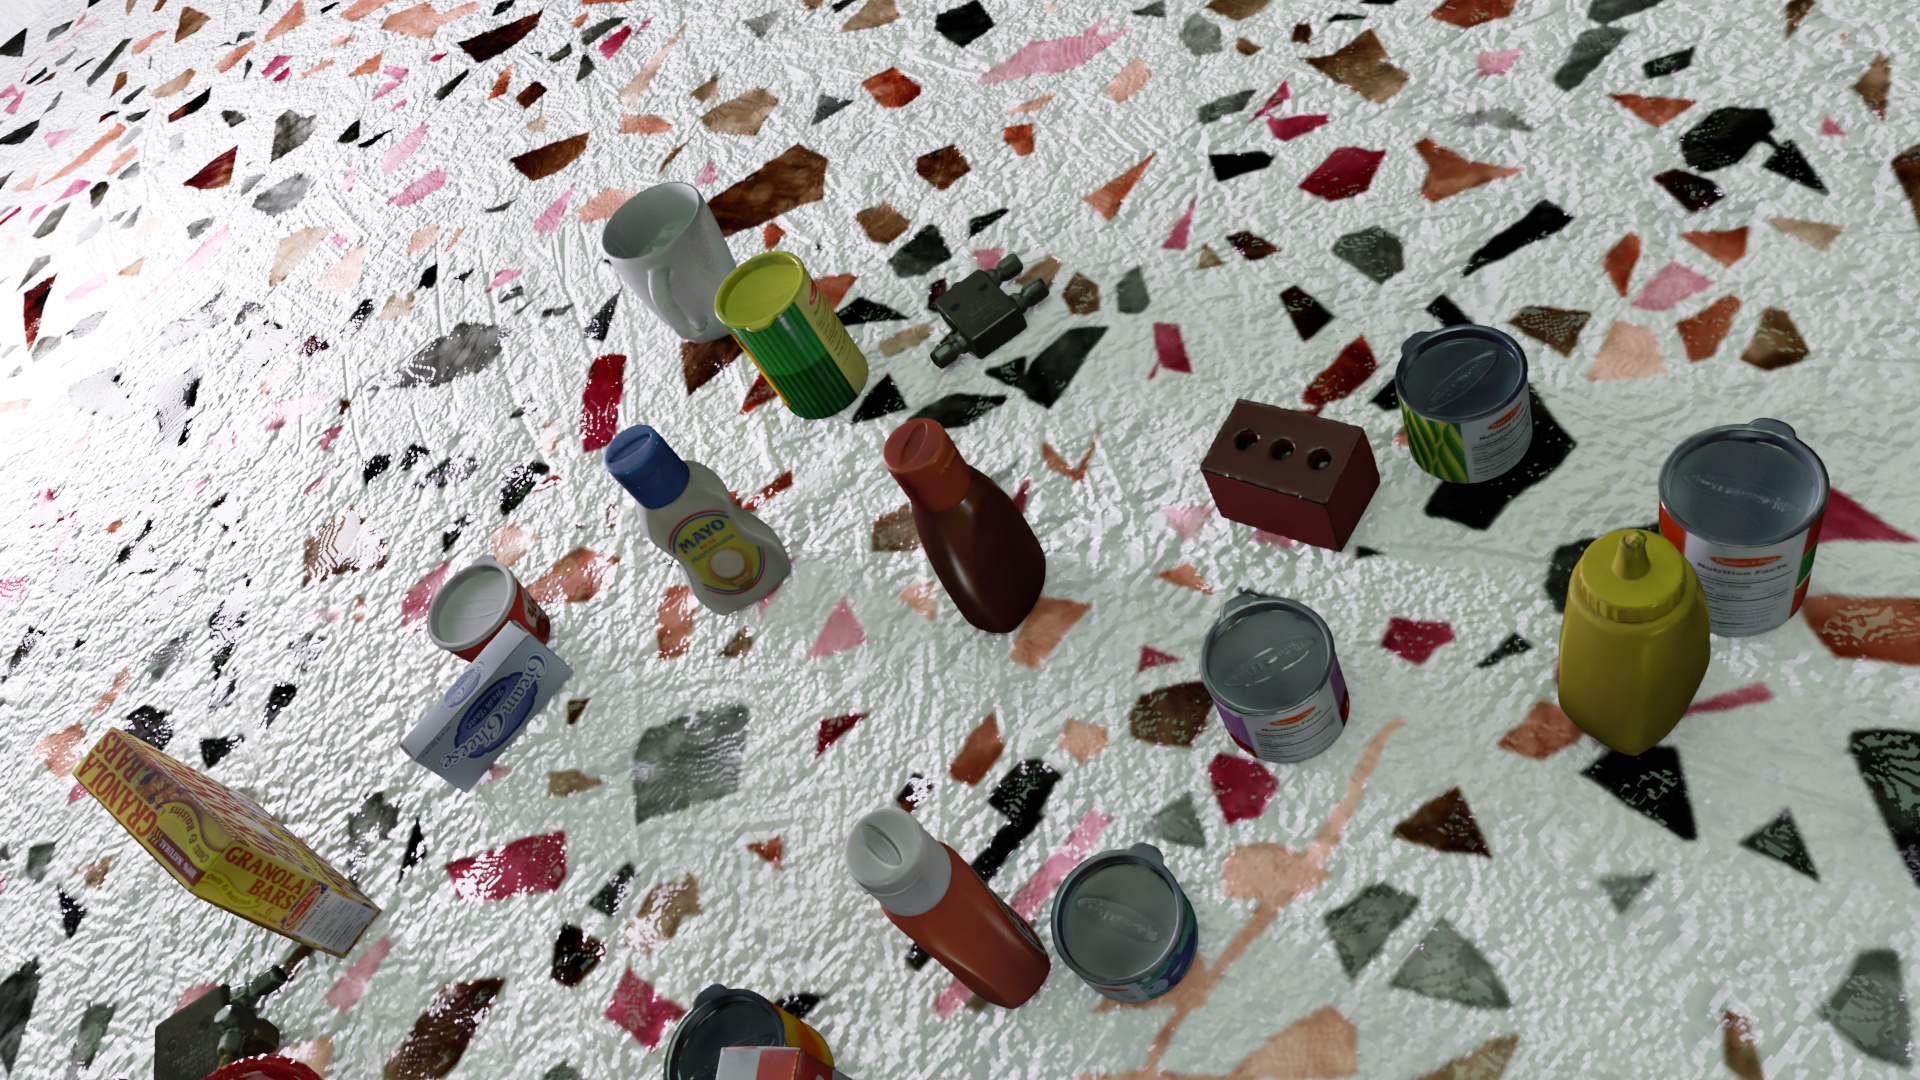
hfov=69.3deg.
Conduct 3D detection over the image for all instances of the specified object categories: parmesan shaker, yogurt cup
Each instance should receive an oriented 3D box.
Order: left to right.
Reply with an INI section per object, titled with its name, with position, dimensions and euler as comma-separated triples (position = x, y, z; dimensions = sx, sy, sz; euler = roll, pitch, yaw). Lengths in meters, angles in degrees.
[yogurt cup]
position = -0.314, 0.055, 0.932
dimensions = 0.072, 0.053, 0.073
euler = -12, 53, 17
[parmesan shaker]
position = -0.113, -0.135, 0.943
dimensions = 0.071, 0.102, 0.071
euler = -13, 53, 17

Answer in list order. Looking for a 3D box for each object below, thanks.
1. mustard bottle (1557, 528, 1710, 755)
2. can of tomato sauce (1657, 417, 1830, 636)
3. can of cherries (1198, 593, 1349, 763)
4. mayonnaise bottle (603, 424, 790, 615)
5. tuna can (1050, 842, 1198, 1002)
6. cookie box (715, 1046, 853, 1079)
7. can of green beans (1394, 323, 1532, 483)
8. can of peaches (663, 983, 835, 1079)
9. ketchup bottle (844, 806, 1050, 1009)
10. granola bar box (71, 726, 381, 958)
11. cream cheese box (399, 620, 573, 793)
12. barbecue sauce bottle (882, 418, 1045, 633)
[mustard bottle]
position = 0.289, 0.036, 0.596
dimensions = 0.065, 0.159, 0.049
euler = -46, 51, -10
[can of tomato sauce]
position = 0.359, -0.005, 0.643
dimensions = 0.071, 0.082, 0.071
euler = -12, 53, 17
[can of cherries]
position = 0.158, 0.069, 0.700
dimensions = 0.071, 0.058, 0.072
euler = -12, 53, 17
[mayonnaise bottle]
position = -0.163, -0.013, 0.849
dimensions = 0.065, 0.147, 0.041
euler = -34, 50, 0
[tuna can]
position = 0.081, 0.184, 0.671
dimensions = 0.071, 0.032, 0.071
euler = -12, 53, 17
[cookie box]
position = -0.053, 0.291, 0.568
dimensions = 0.040, 0.167, 0.123
euler = -8, 54, 20
[can of green beans]
position = 0.272, -0.073, 0.749
dimensions = 0.071, 0.057, 0.071
euler = -12, 53, 17
[can of peaches]
position = -0.103, 0.260, 0.685
dimensions = 0.071, 0.058, 0.071
euler = -12, 53, 17
[ketchup bottle]
position = -0.008, 0.170, 0.646
dimensions = 0.043, 0.148, 0.065
euler = -46, 51, -11
[granola bar box]
position = -0.454, 0.187, 0.857
dimensions = 0.166, 0.123, 0.039
euler = 22, 68, 35
[cream cheese box]
position = -0.302, 0.107, 0.891
dimensions = 0.024, 0.053, 0.104
euler = 27, 71, 37
[barbecue sauce bottle]
position = 0.003, -0.010, 0.769
dimensions = 0.043, 0.148, 0.065
euler = 9, 62, 30
